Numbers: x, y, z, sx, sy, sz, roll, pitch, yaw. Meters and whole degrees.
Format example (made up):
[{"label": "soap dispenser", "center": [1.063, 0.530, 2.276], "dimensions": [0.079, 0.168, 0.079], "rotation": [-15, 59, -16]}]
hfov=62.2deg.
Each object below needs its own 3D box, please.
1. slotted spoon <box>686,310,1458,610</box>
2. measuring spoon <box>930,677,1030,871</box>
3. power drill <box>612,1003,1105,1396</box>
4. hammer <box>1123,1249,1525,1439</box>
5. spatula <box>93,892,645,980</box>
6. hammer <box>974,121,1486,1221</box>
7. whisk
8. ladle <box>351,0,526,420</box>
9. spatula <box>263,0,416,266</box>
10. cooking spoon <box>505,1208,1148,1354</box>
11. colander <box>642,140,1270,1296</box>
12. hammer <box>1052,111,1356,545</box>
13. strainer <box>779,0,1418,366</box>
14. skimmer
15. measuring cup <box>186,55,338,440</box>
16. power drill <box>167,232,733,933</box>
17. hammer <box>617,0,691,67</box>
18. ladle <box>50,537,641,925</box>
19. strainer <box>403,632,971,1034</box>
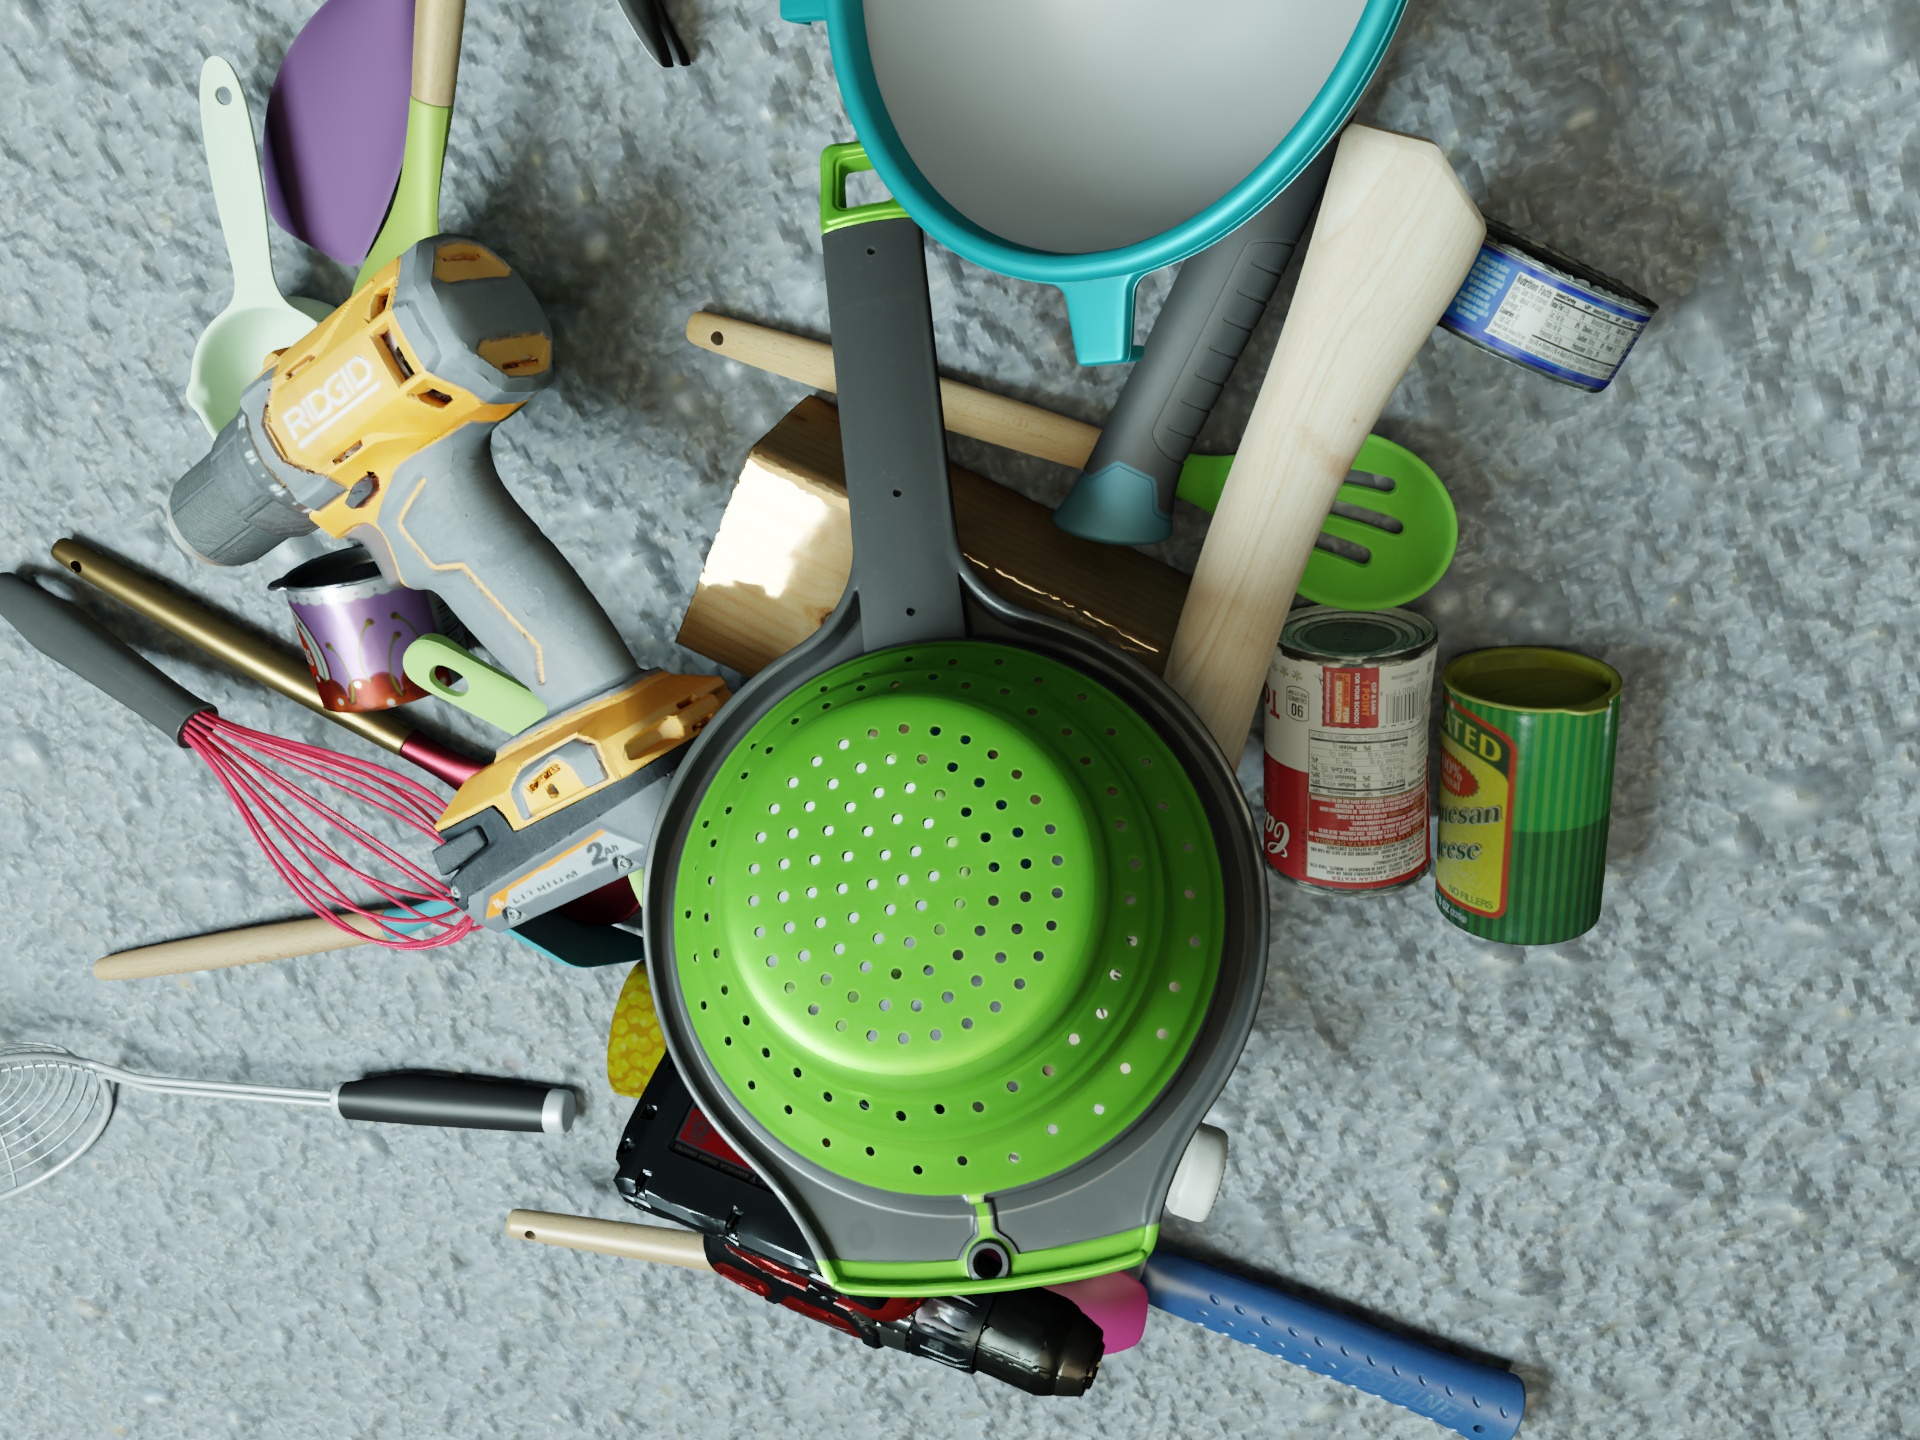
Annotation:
[{"label": "slotted spoon", "center": [0.040, -0.113, 0.630], "dimensions": [0.314, 0.031, 0.070], "rotation": [17, 115, 4]}, {"label": "measuring spoon", "center": [-0.001, -0.002, 0.576], "dimensions": [0.042, 0.021, 0.128], "rotation": [-21, 96, 29]}, {"label": "power drill", "center": [-0.033, 0.213, 0.655], "dimensions": [0.188, 0.080, 0.226], "rotation": [18, 151, 16]}, {"label": "hammer", "center": [0.080, 0.262, 0.778], "dimensions": [0.405, 0.035, 0.144], "rotation": [21, 115, 1]}, {"label": "spatula", "center": [-0.298, 0.113, 0.774], "dimensions": [0.317, 0.082, 0.044], "rotation": [-10, 85, 19]}, {"label": "hammer", "center": [0.077, 0.000, 0.567], "dimensions": [0.146, 0.038, 0.410], "rotation": [17, 115, 5]}, {"label": "whisk", "center": [-0.327, 0.013, 0.712], "dimensions": [0.296, 0.073, 0.073], "rotation": [32, 115, 11]}, {"label": "ladle", "center": [-0.176, -0.248, 0.565], "dimensions": [0.078, 0.062, 0.320], "rotation": [30, 125, 18]}, {"label": "spatula", "center": [-0.197, -0.319, 0.588], "dimensions": [0.060, 0.018, 0.315], "rotation": [31, 115, -2]}, {"label": "cooking spoon", "center": [-0.069, 0.268, 0.777], "dimensions": [0.319, 0.017, 0.068], "rotation": [6, 113, 7]}, {"label": "colander", "center": [-0.018, -0.025, 0.496], "dimensions": [0.204, 0.094, 0.397], "rotation": [-8, 76, 6]}, {"label": "hammer", "center": [0.122, -0.208, 0.556], "dimensions": [0.128, 0.033, 0.331], "rotation": [26, 109, 0]}, {"label": "strainer", "center": [0.098, -0.281, 0.456], "dimensions": [0.211, 0.095, 0.340], "rotation": [53, 124, 20]}, {"label": "skimmer", "center": [-0.381, 0.218, 0.812], "dimensions": [0.363, 0.090, 0.127], "rotation": [2, 146, 7]}, {"label": "measuring cup", "center": [-0.279, -0.182, 0.652], "dimensions": [0.083, 0.038, 0.167], "rotation": [1, 111, 10]}, {"label": "power drill", "center": [-0.194, -0.038, 0.596], "dimensions": [0.185, 0.084, 0.226], "rotation": [-25, 97, 29]}, {"label": "hammer", "center": [0.019, -0.335, 0.534], "dimensions": [0.337, 0.034, 0.127], "rotation": [-13, 109, 15]}, {"label": "ladle", "center": [-0.279, -0.001, 0.735], "dimensions": [0.315, 0.031, 0.069], "rotation": [30, 113, -1]}, {"label": "strainer", "center": [-0.112, 0.021, 0.689], "dimensions": [0.256, 0.069, 0.151], "rotation": [28, 118, -4]}]
